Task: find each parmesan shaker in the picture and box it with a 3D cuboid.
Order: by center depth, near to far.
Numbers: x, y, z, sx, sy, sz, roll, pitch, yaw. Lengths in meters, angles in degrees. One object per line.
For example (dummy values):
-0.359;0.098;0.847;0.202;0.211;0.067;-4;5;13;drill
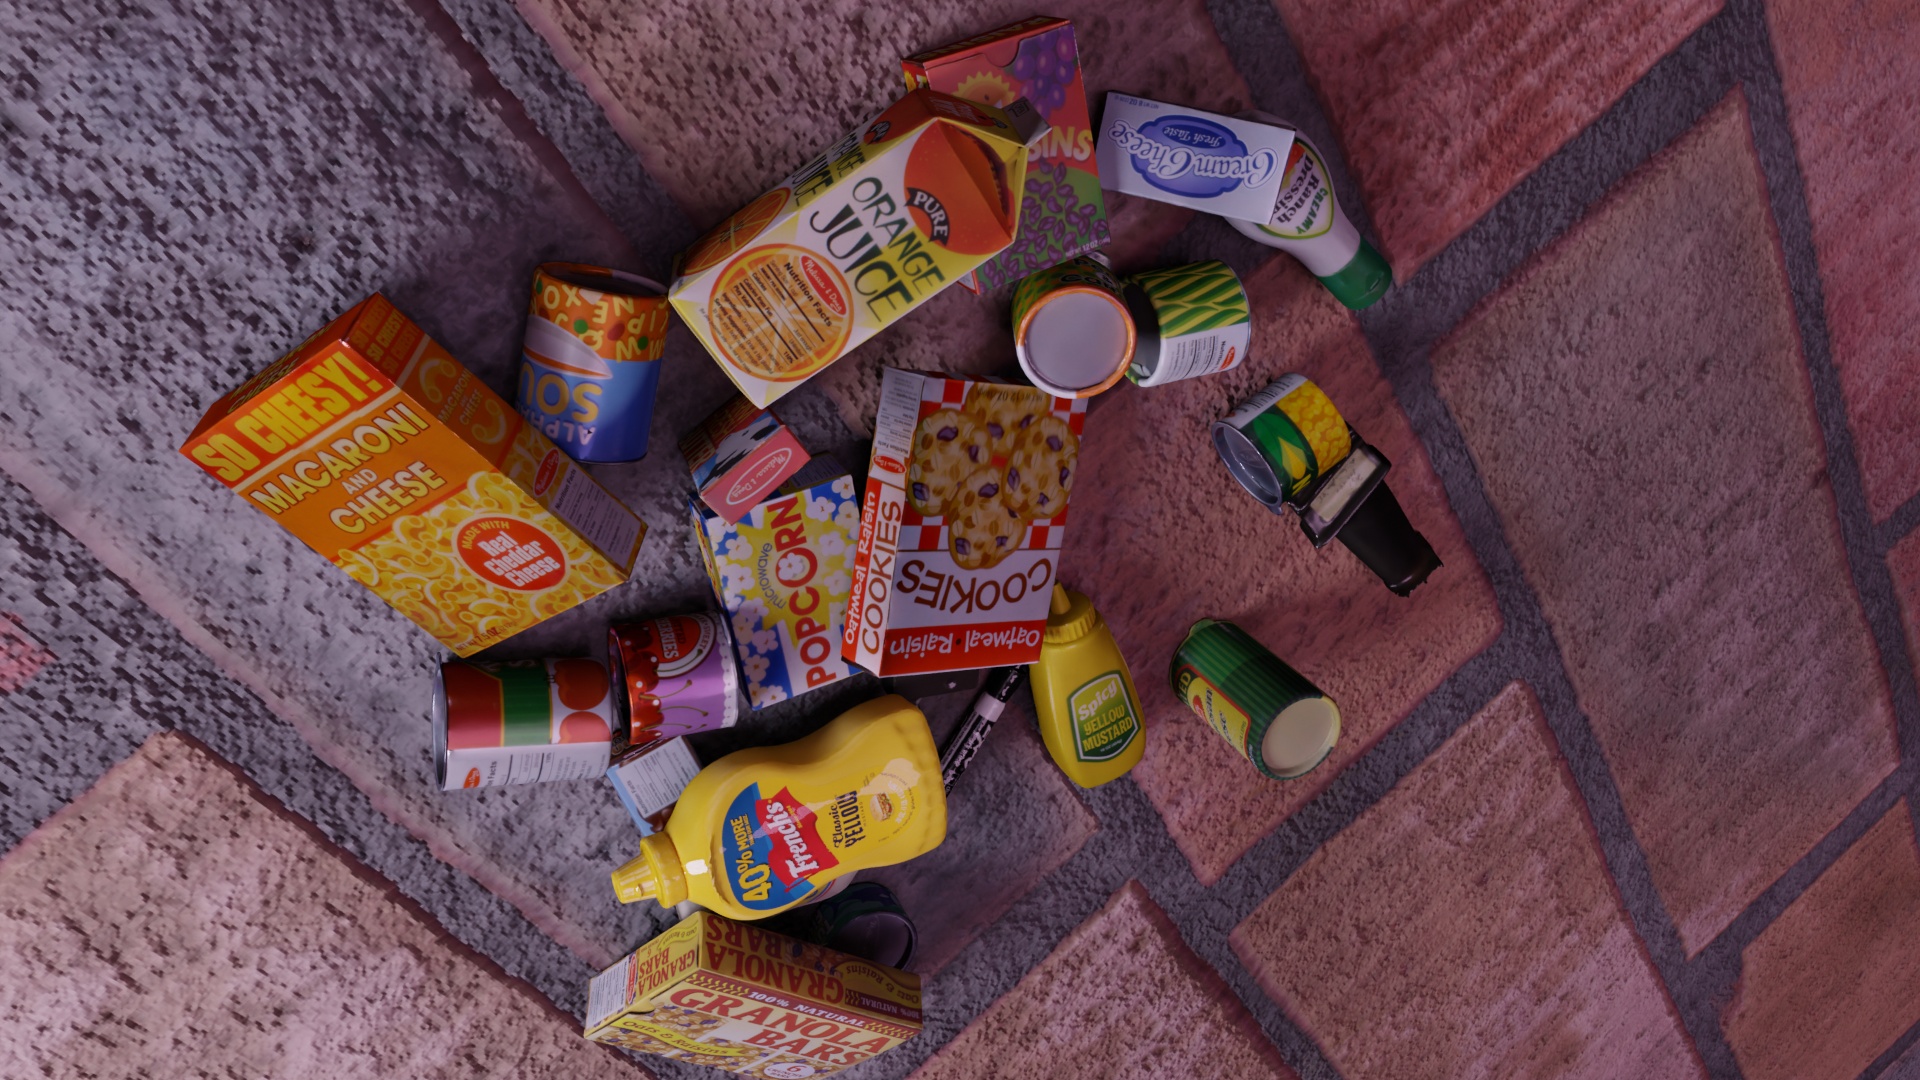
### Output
0.192;0.103;0.916;0.071;0.103;0.071;-10;116;-21;parmesan shaker

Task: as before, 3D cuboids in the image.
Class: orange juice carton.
-0.043;-0.154;0.676;0.192;0.072;0.073;-33;118;8;orange juice carton

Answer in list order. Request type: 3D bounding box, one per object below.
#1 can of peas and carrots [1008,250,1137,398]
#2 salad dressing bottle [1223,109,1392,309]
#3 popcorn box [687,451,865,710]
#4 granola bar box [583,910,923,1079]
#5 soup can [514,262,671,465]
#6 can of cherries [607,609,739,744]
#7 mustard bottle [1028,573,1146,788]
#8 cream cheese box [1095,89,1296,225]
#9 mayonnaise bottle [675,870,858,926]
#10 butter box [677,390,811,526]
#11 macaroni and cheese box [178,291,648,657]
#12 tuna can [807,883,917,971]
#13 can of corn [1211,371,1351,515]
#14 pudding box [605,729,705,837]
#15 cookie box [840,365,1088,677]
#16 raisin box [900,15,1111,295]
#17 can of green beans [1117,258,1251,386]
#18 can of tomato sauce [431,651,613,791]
0.063;-0.121;0.768;0.071;0.059;0.070;-1;119;-2;can of peas and carrots
0.203;-0.193;0.825;0.147;0.044;0.064;34;96;-33;salad dressing bottle
-0.095;0.024;0.780;0.085;0.038;0.126;-18;119;-17;popcorn box
-0.124;0.285;0.847;0.165;0.039;0.123;28;131;-33;granola bar box
-0.180;-0.086;0.671;0.071;0.071;0.083;4;110;-27;soup can
-0.157;0.072;0.755;0.058;0.071;0.071;-8;115;-21;can of cherries
0.074;0.083;0.882;0.065;0.049;0.159;-27;121;-15;mustard bottle
0.126;-0.210;0.761;0.104;0.024;0.053;14;111;7;cream cheese box
-0.102;0.198;0.853;0.148;0.041;0.064;-17;121;-18;mayonnaise bottle
-0.111;-0.046;0.703;0.053;0.104;0.024;-40;114;-2;butter box
-0.251;-0.024;0.648;0.123;0.040;0.166;-23;128;28;macaroni and cheese box
-0.066;0.259;0.903;0.071;0.033;0.070;-10;116;-22;tuna can
0.202;-0.061;0.869;0.058;0.071;0.071;-36;123;-8;can of corn
-0.170;0.142;0.802;0.050;0.030;0.083;-29;122;-13;pudding box
0.003;-0.010;0.786;0.123;0.040;0.167;0;105;-41;cookie box
0.026;-0.204;0.736;0.086;0.040;0.122;-22;119;-15;raisin box
0.125;-0.126;0.804;0.058;0.071;0.071;-13;117;-19;can of green beans
-0.231;0.093;0.730;0.083;0.071;0.071;0;112;-26;can of tomato sauce
